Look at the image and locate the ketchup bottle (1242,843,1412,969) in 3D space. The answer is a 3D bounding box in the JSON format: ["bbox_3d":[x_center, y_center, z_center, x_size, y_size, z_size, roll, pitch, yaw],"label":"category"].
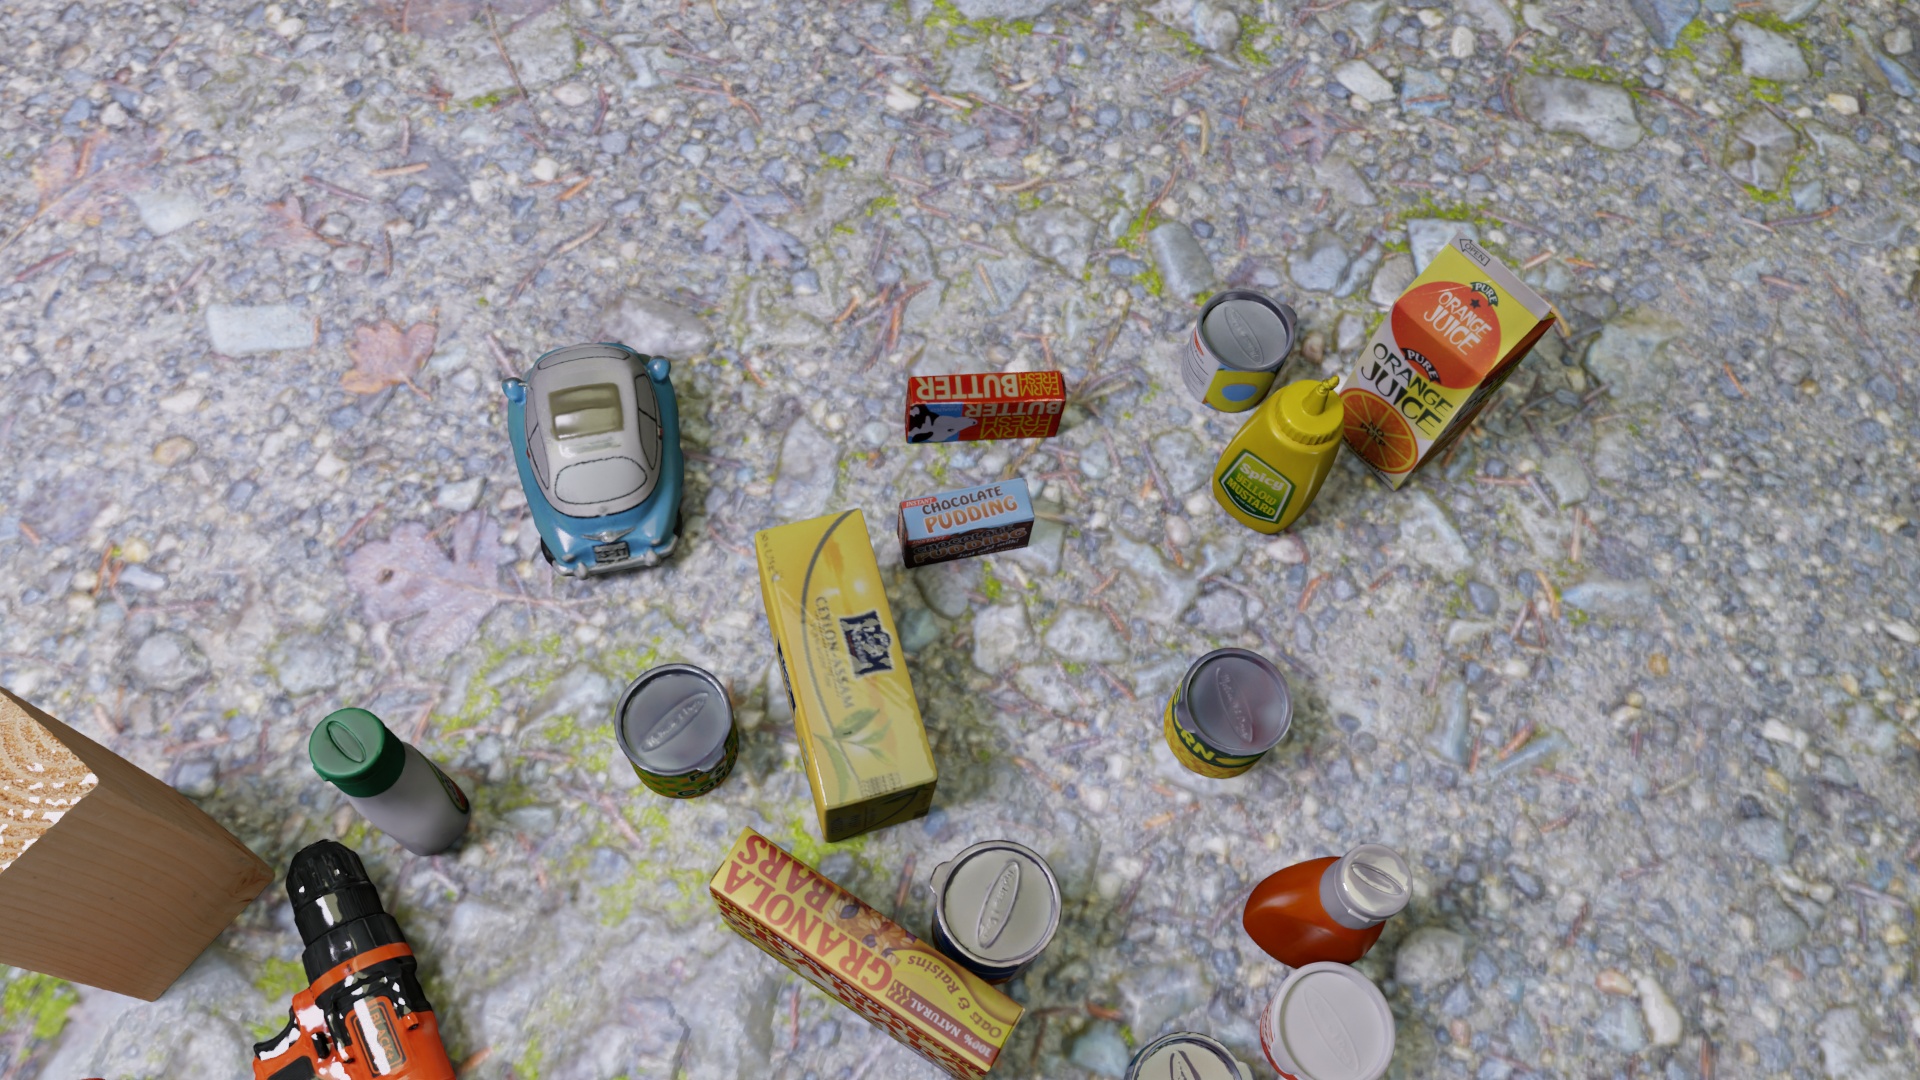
[{"bbox_3d":[0.200,0.198,0.748,0.065,0.148,0.044,27,66,8],"label":"ketchup bottle"}]

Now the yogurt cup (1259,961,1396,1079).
[{"bbox_3d":[0.198,0.271,0.766,0.072,0.053,0.072,2,65,-4],"label":"yogurt cup"}]

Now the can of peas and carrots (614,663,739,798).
[{"bbox_3d":[-0.162,0.114,0.809,0.071,0.058,0.071,2,65,-4],"label":"can of peas and carrots"}]

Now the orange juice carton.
[{"bbox_3d":[0.305,-0.116,0.880,0.073,0.191,0.072,-37,73,-19],"label":"orange juice carton"}]

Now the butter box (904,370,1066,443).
[{"bbox_3d":[0.016,-0.088,0.921,0.103,0.053,0.024,-3,66,-6],"label":"butter box"}]

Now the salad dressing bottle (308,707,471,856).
[{"bbox_3d":[-0.304,0.129,0.742,0.064,0.147,0.044,43,69,14],"label":"salad dressing bottle"}]

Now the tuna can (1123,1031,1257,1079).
[{"bbox_3d":[0.124,0.303,0.757,0.071,0.032,0.071,2,65,-4],"label":"tuna can"}]

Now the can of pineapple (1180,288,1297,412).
[{"bbox_3d":[0.190,-0.129,0.951,0.071,0.057,0.071,2,65,-4],"label":"can of pineapple"}]

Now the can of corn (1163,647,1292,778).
[{"bbox_3d":[0.158,0.106,0.838,0.071,0.058,0.071,2,65,-4],"label":"can of corn"}]

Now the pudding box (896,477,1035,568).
[{"bbox_3d":[0.003,-0.011,0.886,0.084,0.049,0.030,-10,67,-9],"label":"pudding box"}]

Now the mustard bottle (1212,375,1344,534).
[{"bbox_3d":[0.203,-0.059,0.863,0.065,0.159,0.049,37,68,12],"label":"mustard bottle"}]

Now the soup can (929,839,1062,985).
[{"bbox_3d":[0.015,0.206,0.766,0.071,0.083,0.071,2,65,-4],"label":"soup can"}]

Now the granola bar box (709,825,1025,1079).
[{"bbox_3d":[-0.051,0.223,0.731,0.166,0.123,0.039,31,67,10],"label":"granola bar box"}]
